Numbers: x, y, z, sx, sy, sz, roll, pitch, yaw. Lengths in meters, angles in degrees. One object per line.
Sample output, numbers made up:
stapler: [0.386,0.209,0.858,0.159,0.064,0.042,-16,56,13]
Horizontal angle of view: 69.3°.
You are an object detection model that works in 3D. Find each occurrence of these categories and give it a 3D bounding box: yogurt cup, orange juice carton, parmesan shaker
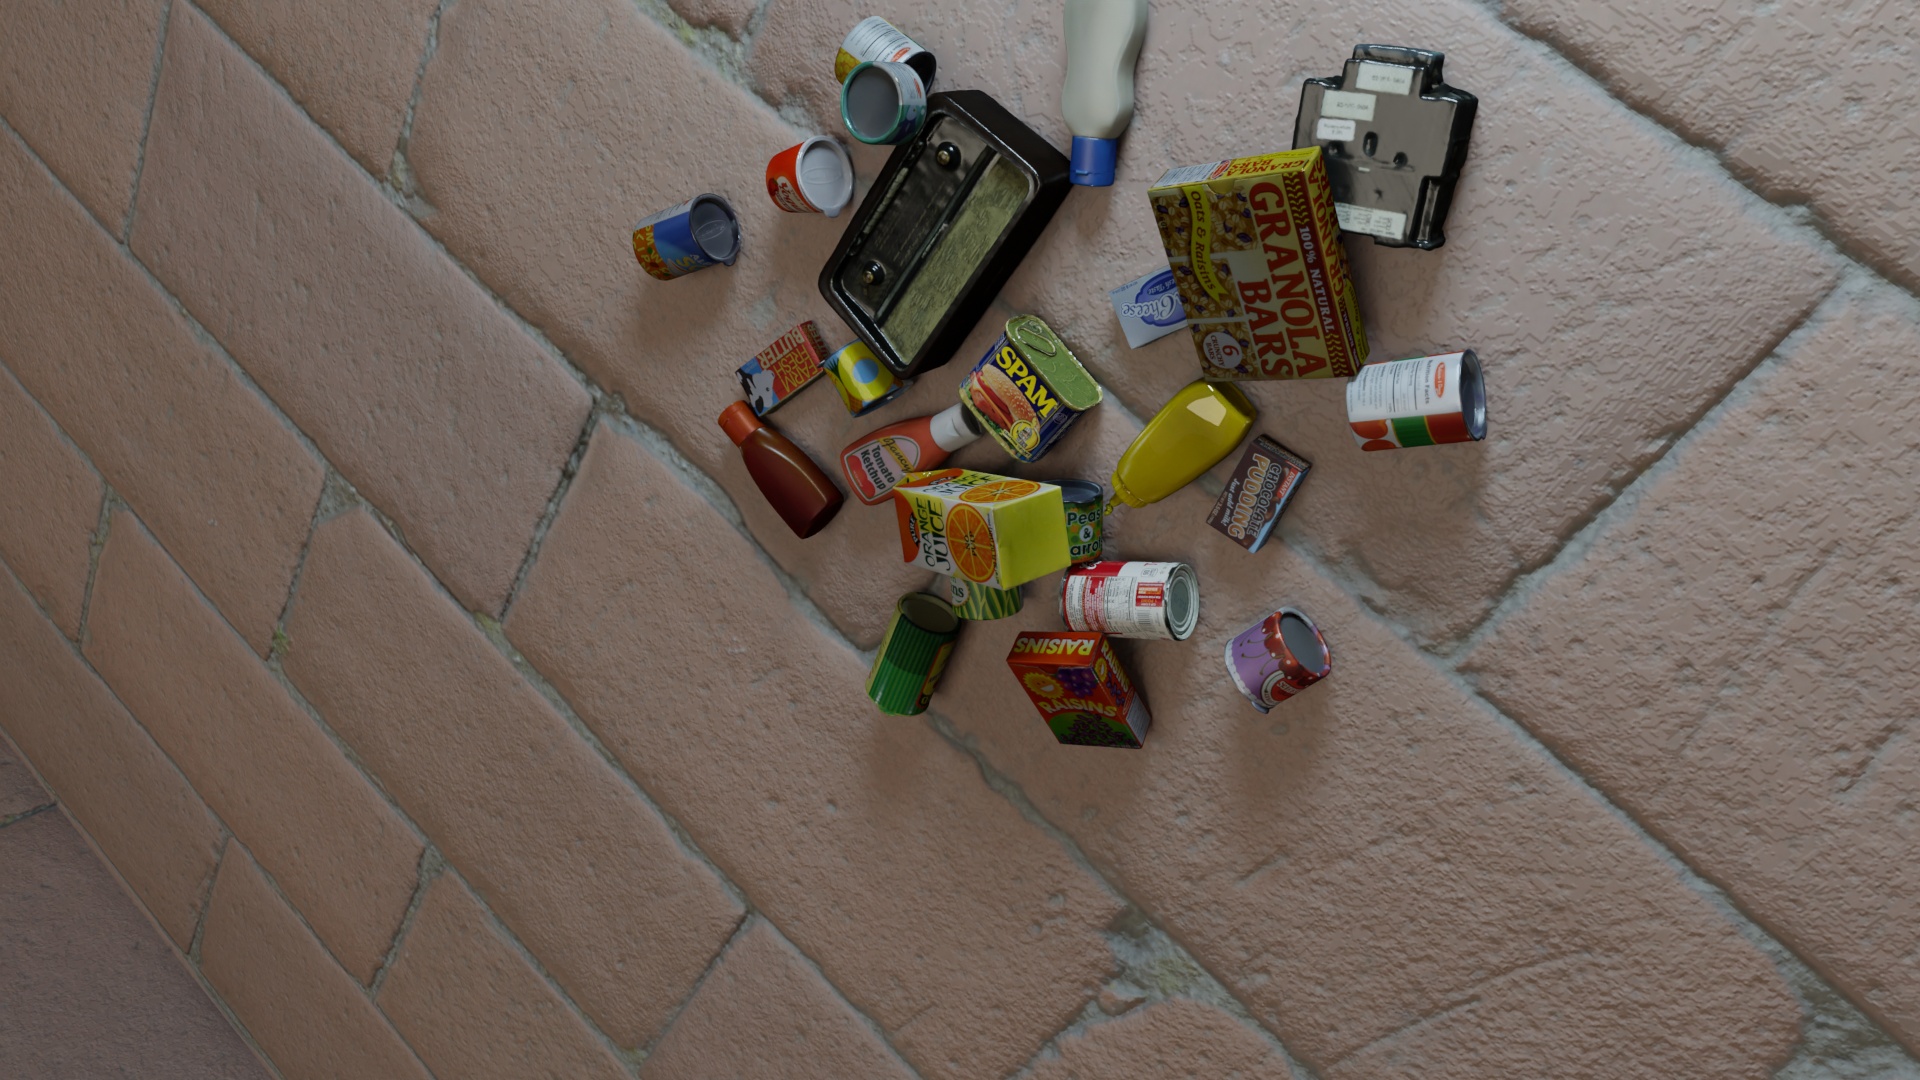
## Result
yogurt cup: [-0.138,-0.326,1.251,0.054,0.073,0.072,2,108,41]
orange juice carton: [0.004,-0.015,1.201,0.193,0.073,0.071,14,117,54]
parmesan shaker: [-0.046,0.111,1.335,0.071,0.071,0.102,34,122,19]

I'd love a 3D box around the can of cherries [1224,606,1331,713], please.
can of cherries: [0.259,0.098,1.130,0.058,0.072,0.071,-39,84,35]

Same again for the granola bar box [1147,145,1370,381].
granola bar box: [0.219,-0.196,1.018,0.124,0.039,0.165,2,128,39]

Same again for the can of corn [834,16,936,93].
can of corn: [-0.064,-0.398,1.176,0.058,0.071,0.070,41,124,16]

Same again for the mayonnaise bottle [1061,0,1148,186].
mayonnaise bottle: [0.109,-0.356,1.091,0.065,0.041,0.147,17,116,30]

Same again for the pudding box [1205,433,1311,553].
pudding box: [0.240,-0.037,1.120,0.050,0.030,0.083,36,123,17]

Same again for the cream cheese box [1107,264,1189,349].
cream cheese box: [0.174,-0.196,1.113,0.103,0.024,0.053,-20,96,37]

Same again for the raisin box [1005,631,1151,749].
raisin box: [0.105,0.133,1.226,0.086,0.040,0.123,-1,137,34]

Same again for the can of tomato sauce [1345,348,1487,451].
can of tomato sauce: [0.334,-0.100,1.015,0.083,0.071,0.071,-5,104,35]

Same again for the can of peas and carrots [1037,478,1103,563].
can of peas and carrots: [0.092,-0.016,1.202,0.071,0.071,0.058,10,113,31]

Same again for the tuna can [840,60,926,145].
tuna can: [-0.064,-0.352,1.124,0.071,0.033,0.071,10,108,34]

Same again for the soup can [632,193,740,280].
soup can: [-0.264,-0.290,1.345,0.083,0.071,0.071,-9,101,36]

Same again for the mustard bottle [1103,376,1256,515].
mustard bottle: [0.170,-0.070,1.143,0.065,0.049,0.159,50,126,3]

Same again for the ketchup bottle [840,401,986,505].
ketchup bottle: [-0.042,-0.085,1.283,0.148,0.044,0.064,-24,95,36]

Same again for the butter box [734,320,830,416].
butter box: [-0.170,-0.167,1.351,0.103,0.024,0.053,-29,90,37]

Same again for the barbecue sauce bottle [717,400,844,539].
barbecue sauce bottle: [-0.182,-0.075,1.379,0.149,0.044,0.064,49,125,11]

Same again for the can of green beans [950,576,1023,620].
can of green beans: [0.023,0.035,1.266,0.071,0.071,0.057,6,110,32]

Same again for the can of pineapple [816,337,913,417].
can of pineapple: [-0.086,-0.152,1.273,0.070,0.071,0.058,-31,89,37]
